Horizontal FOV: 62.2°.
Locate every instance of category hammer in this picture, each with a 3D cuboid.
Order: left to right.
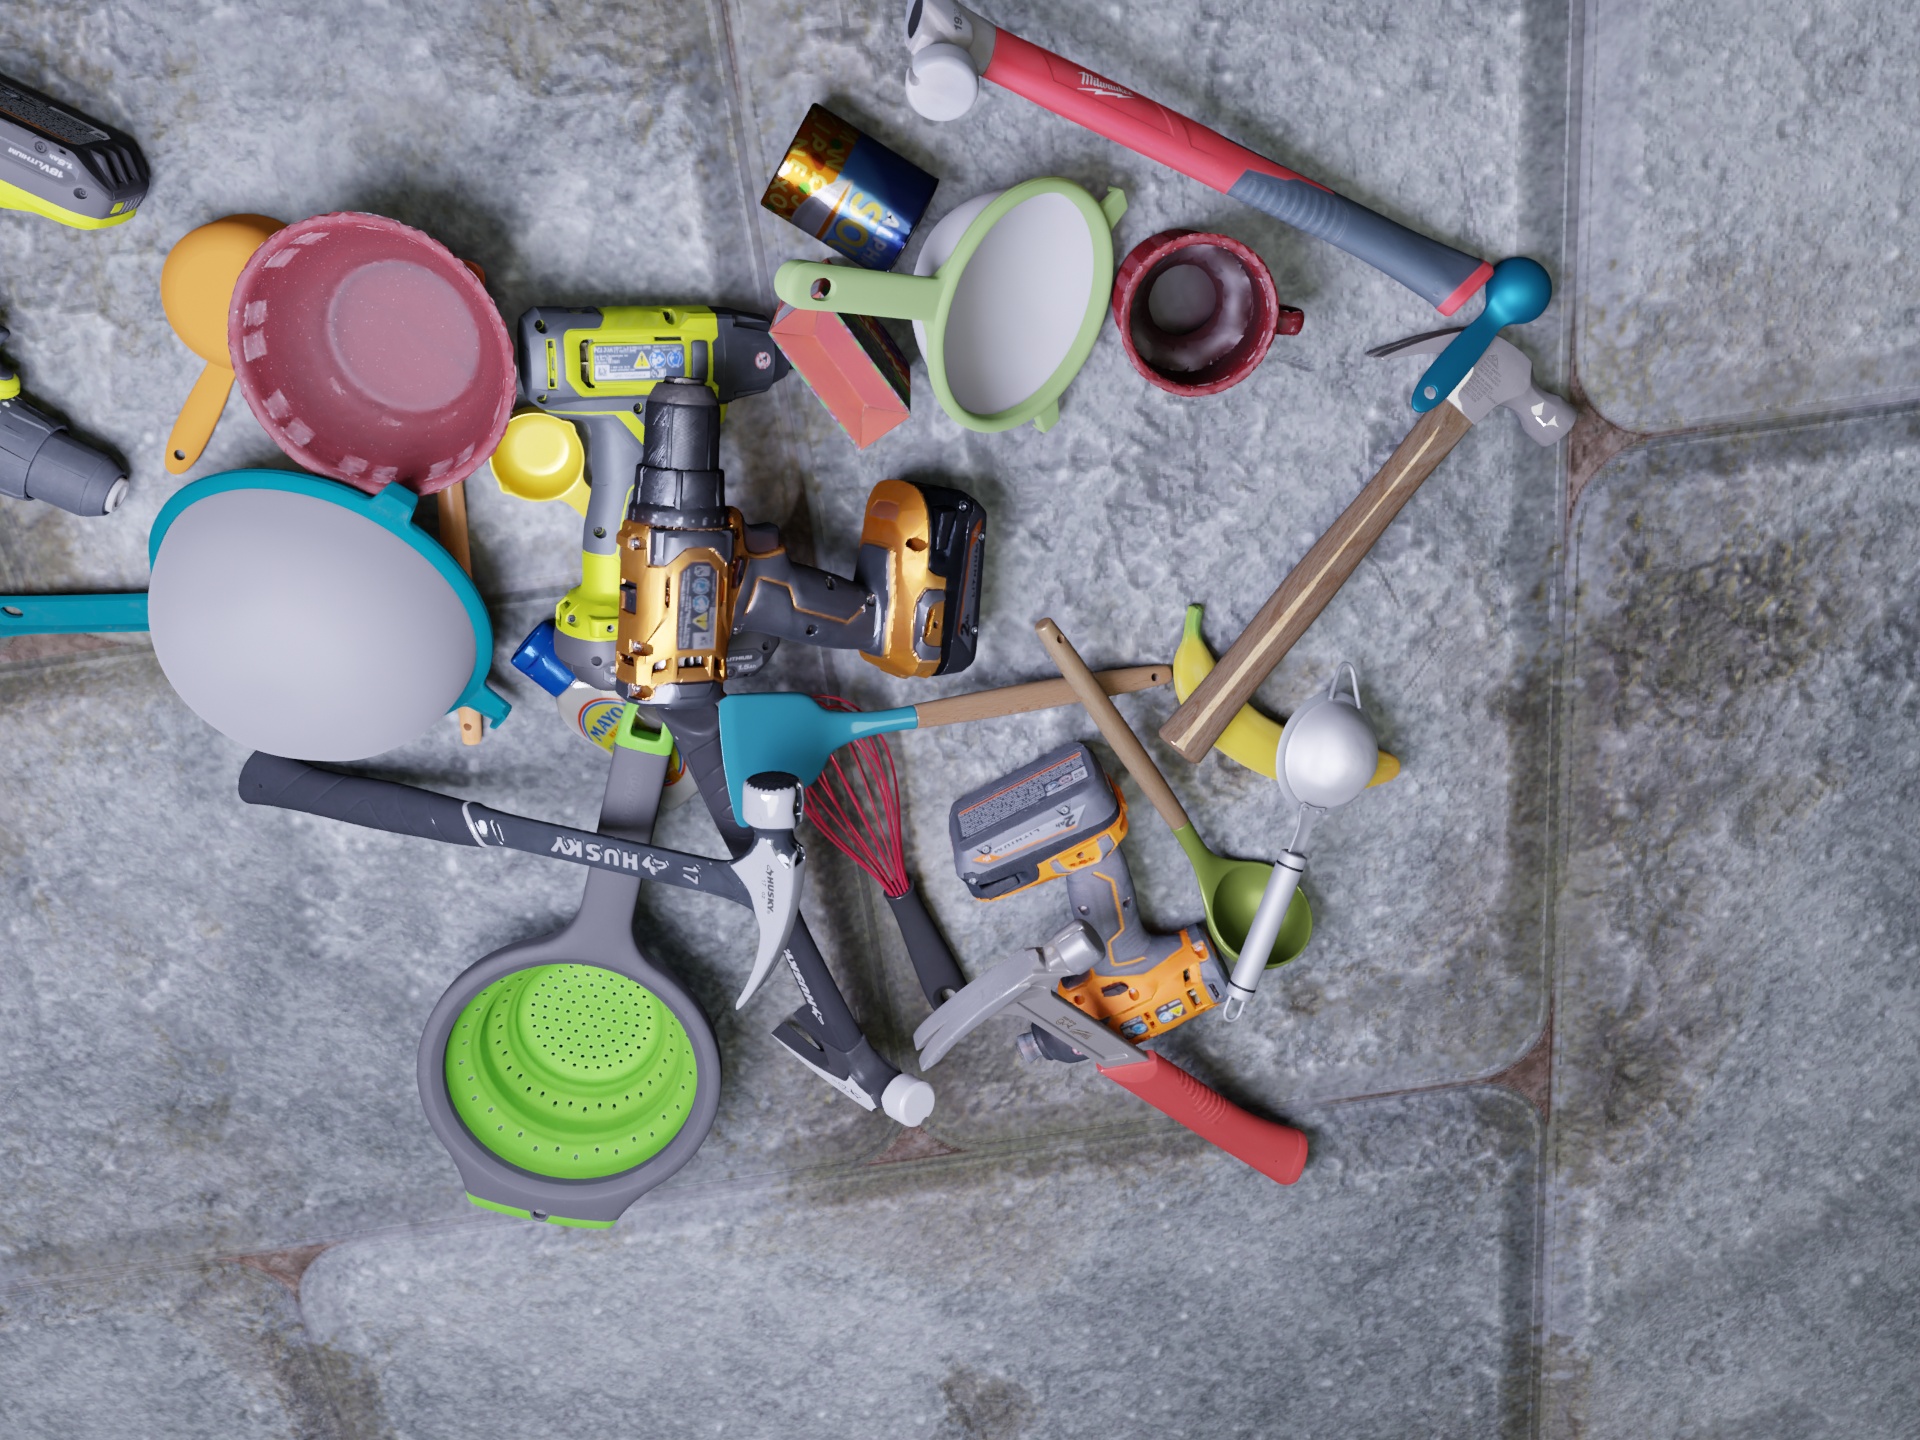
[{"bbox_3d":[-0.285,0.073,1.002,0.409,0.036,0.149,10,111,19],"label":"hammer"},{"bbox_3d":[-0.122,0.122,1.050,0.035,0.146,0.334,-38,122,-28],"label":"hammer"},{"bbox_3d":[0.133,0.263,1.139,0.149,0.037,0.358,-38,128,18],"label":"hammer"},{"bbox_3d":[0.148,-0.334,0.921,0.386,0.143,0.038,17,144,-22],"label":"hammer"},{"bbox_3d":[0.242,-0.110,1.026,0.130,0.031,0.331,37,98,-15],"label":"hammer"}]

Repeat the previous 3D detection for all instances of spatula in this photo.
[{"bbox_3d":[-0.322,-0.129,0.995,0.081,0.041,0.322,3,114,0],"label":"spatula"},{"bbox_3d":[-0.002,-0.003,1.023,0.317,0.044,0.082,-10,101,-19],"label":"spatula"}]

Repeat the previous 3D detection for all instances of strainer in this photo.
[{"bbox_3d":[-0.461,-0.041,0.965,0.340,0.095,0.210,0,137,8],"label":"strainer"},{"bbox_3d":[-0.018,-0.244,0.897,0.256,0.069,0.151,-10,126,-47],"label":"strainer"},{"bbox_3d":[0.229,0.088,1.072,0.086,0.050,0.258,14,100,-29],"label":"strainer"}]

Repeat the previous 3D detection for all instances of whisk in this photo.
[{"bbox_3d":[-0.051,0.102,1.107,0.073,0.073,0.295,-20,120,5],"label":"whisk"}]

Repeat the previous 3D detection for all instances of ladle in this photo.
[{"bbox_3d":[0.144,0.051,1.073,0.078,0.062,0.319,-53,122,-28],"label":"ladle"}]

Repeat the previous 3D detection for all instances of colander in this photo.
[{"bbox_3d":[-0.246,0.155,1.096,0.204,0.094,0.397,14,107,-7],"label":"colander"}]

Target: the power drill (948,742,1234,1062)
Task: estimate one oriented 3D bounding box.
[{"bbox_3d":[0.078,0.144,1.119,0.164,0.084,0.226,-27,116,8],"label":"power drill"}]

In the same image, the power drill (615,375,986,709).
[{"bbox_3d":[-0.096,-0.105,0.944,0.226,0.084,0.185,-5,106,-35],"label":"power drill"}]

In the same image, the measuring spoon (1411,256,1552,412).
[{"bbox_3d":[0.320,-0.236,0.972,0.042,0.021,0.128,42,78,-3],"label":"measuring spoon"}]

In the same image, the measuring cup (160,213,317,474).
[{"bbox_3d":[-0.441,-0.215,0.942,0.095,0.052,0.173,29,106,-15],"label":"measuring cup"}]

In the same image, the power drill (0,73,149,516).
[{"bbox_3d":[-0.556,-0.239,0.913,0.190,0.080,0.228,25,112,-13],"label":"power drill"}]

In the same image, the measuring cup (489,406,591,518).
[{"bbox_3d":[-0.231,-0.138,1.011,0.062,0.029,0.156,-42,122,9],"label":"measuring cup"}]

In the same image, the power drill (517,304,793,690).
[{"bbox_3d":[-0.175,-0.139,0.972,0.171,0.080,0.223,-7,113,-23],"label":"power drill"}]
